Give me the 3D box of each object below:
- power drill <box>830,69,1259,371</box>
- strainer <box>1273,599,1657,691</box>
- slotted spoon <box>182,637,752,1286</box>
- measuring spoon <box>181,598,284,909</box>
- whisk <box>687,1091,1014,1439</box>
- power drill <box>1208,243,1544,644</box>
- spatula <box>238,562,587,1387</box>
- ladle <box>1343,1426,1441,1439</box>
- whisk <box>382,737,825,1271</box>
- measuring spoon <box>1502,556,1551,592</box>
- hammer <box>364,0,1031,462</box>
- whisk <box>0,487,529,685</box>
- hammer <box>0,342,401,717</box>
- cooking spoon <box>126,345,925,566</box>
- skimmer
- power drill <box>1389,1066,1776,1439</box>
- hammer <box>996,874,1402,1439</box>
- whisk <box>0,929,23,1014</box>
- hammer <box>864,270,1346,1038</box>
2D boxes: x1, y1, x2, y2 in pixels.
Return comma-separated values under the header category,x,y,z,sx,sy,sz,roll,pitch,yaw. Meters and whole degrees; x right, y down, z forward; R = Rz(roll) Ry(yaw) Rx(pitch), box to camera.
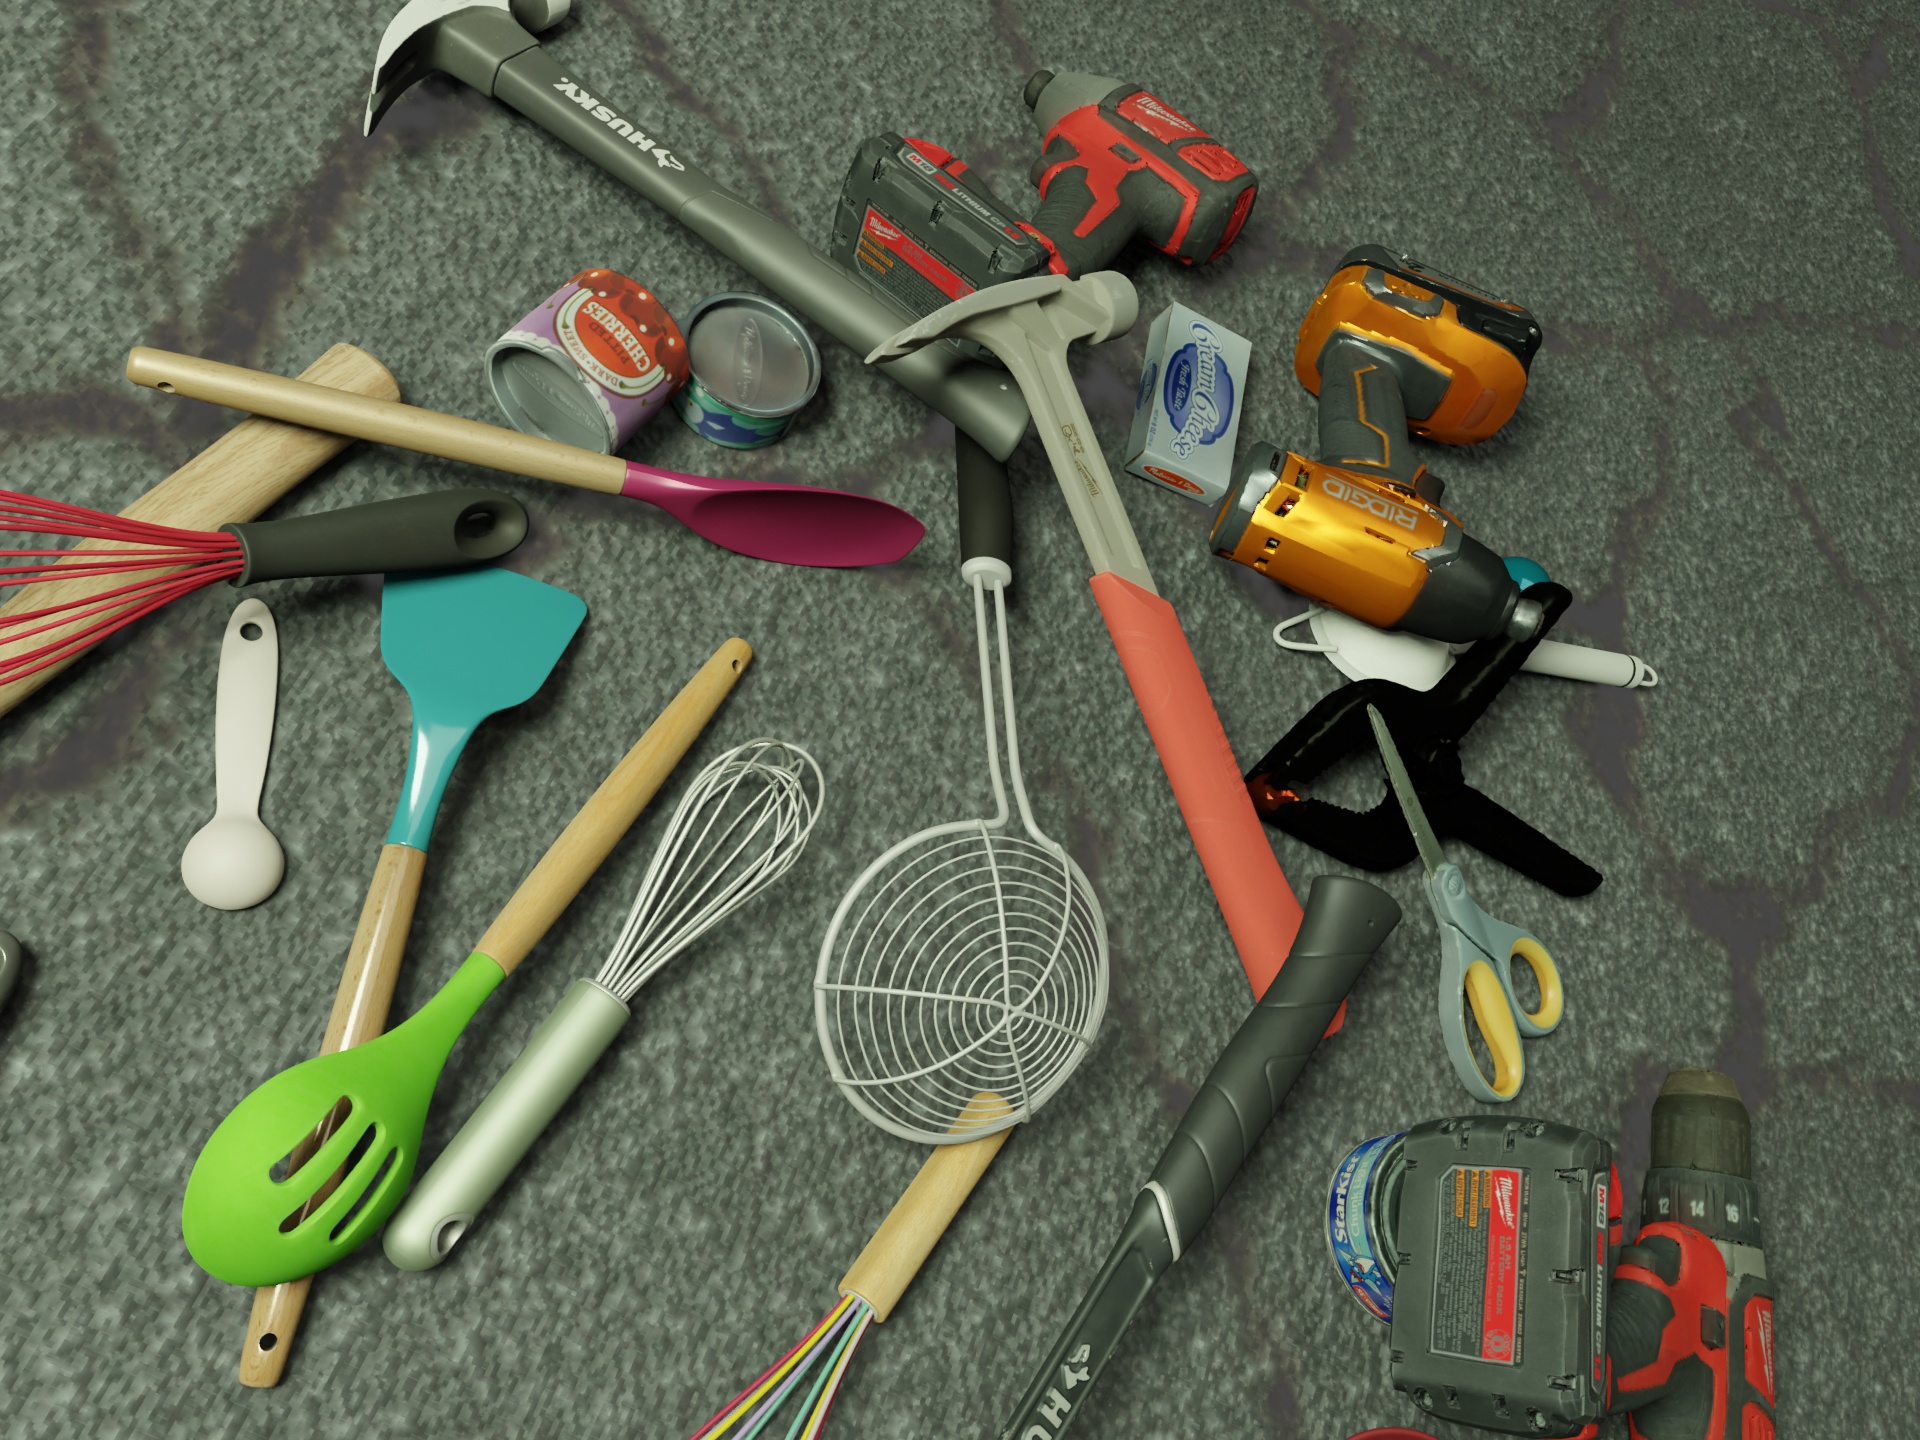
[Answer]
category,x,y,z,sx,sy,sz,roll,pitch,yaw
power drill,0.042,-0.267,0.814,0.143,0.078,0.220,41,52,14
strainer,0.287,-0.042,0.862,0.258,0.050,0.087,7,52,-26
slotted spoon,-0.161,0.070,0.593,0.314,0.031,0.070,-57,131,-39
measuring spoon,-0.267,0.008,0.591,0.034,0.018,0.124,4,67,-24
whisk,-0.051,0.231,0.585,0.047,0.051,0.245,40,55,2
power drill,0.233,-0.136,0.822,0.164,0.084,0.227,24,52,2
spatula,-0.211,0.075,0.588,0.082,0.044,0.318,16,68,-18
ladle,0.069,0.340,0.604,0.315,0.031,0.069,-6,74,-25
whisk,-0.131,0.099,0.605,0.059,0.057,0.246,22,58,24
measuring spoon,0.280,-0.087,0.885,0.128,0.021,0.042,16,63,-19
hammer,-0.108,-0.223,0.718,0.335,0.035,0.146,36,46,-1
whisk,-0.273,-0.056,0.555,0.296,0.073,0.073,-17,76,-51
hammer,-0.331,-0.035,0.572,0.130,0.031,0.331,40,58,-5
cooking spoon,-0.164,-0.106,0.651,0.318,0.068,0.017,10,65,-24
skimmer,-0.001,-0.002,0.699,0.127,0.090,0.364,18,48,-26
power drill,0.285,0.228,0.690,0.226,0.080,0.188,26,65,-37
hammer,0.070,0.211,0.605,0.149,0.036,0.409,51,58,-16
whisk,-0.359,0.164,0.469,0.055,0.055,0.239,29,55,-11
hammer,0.083,-0.020,0.700,0.149,0.037,0.359,-27,97,-41
